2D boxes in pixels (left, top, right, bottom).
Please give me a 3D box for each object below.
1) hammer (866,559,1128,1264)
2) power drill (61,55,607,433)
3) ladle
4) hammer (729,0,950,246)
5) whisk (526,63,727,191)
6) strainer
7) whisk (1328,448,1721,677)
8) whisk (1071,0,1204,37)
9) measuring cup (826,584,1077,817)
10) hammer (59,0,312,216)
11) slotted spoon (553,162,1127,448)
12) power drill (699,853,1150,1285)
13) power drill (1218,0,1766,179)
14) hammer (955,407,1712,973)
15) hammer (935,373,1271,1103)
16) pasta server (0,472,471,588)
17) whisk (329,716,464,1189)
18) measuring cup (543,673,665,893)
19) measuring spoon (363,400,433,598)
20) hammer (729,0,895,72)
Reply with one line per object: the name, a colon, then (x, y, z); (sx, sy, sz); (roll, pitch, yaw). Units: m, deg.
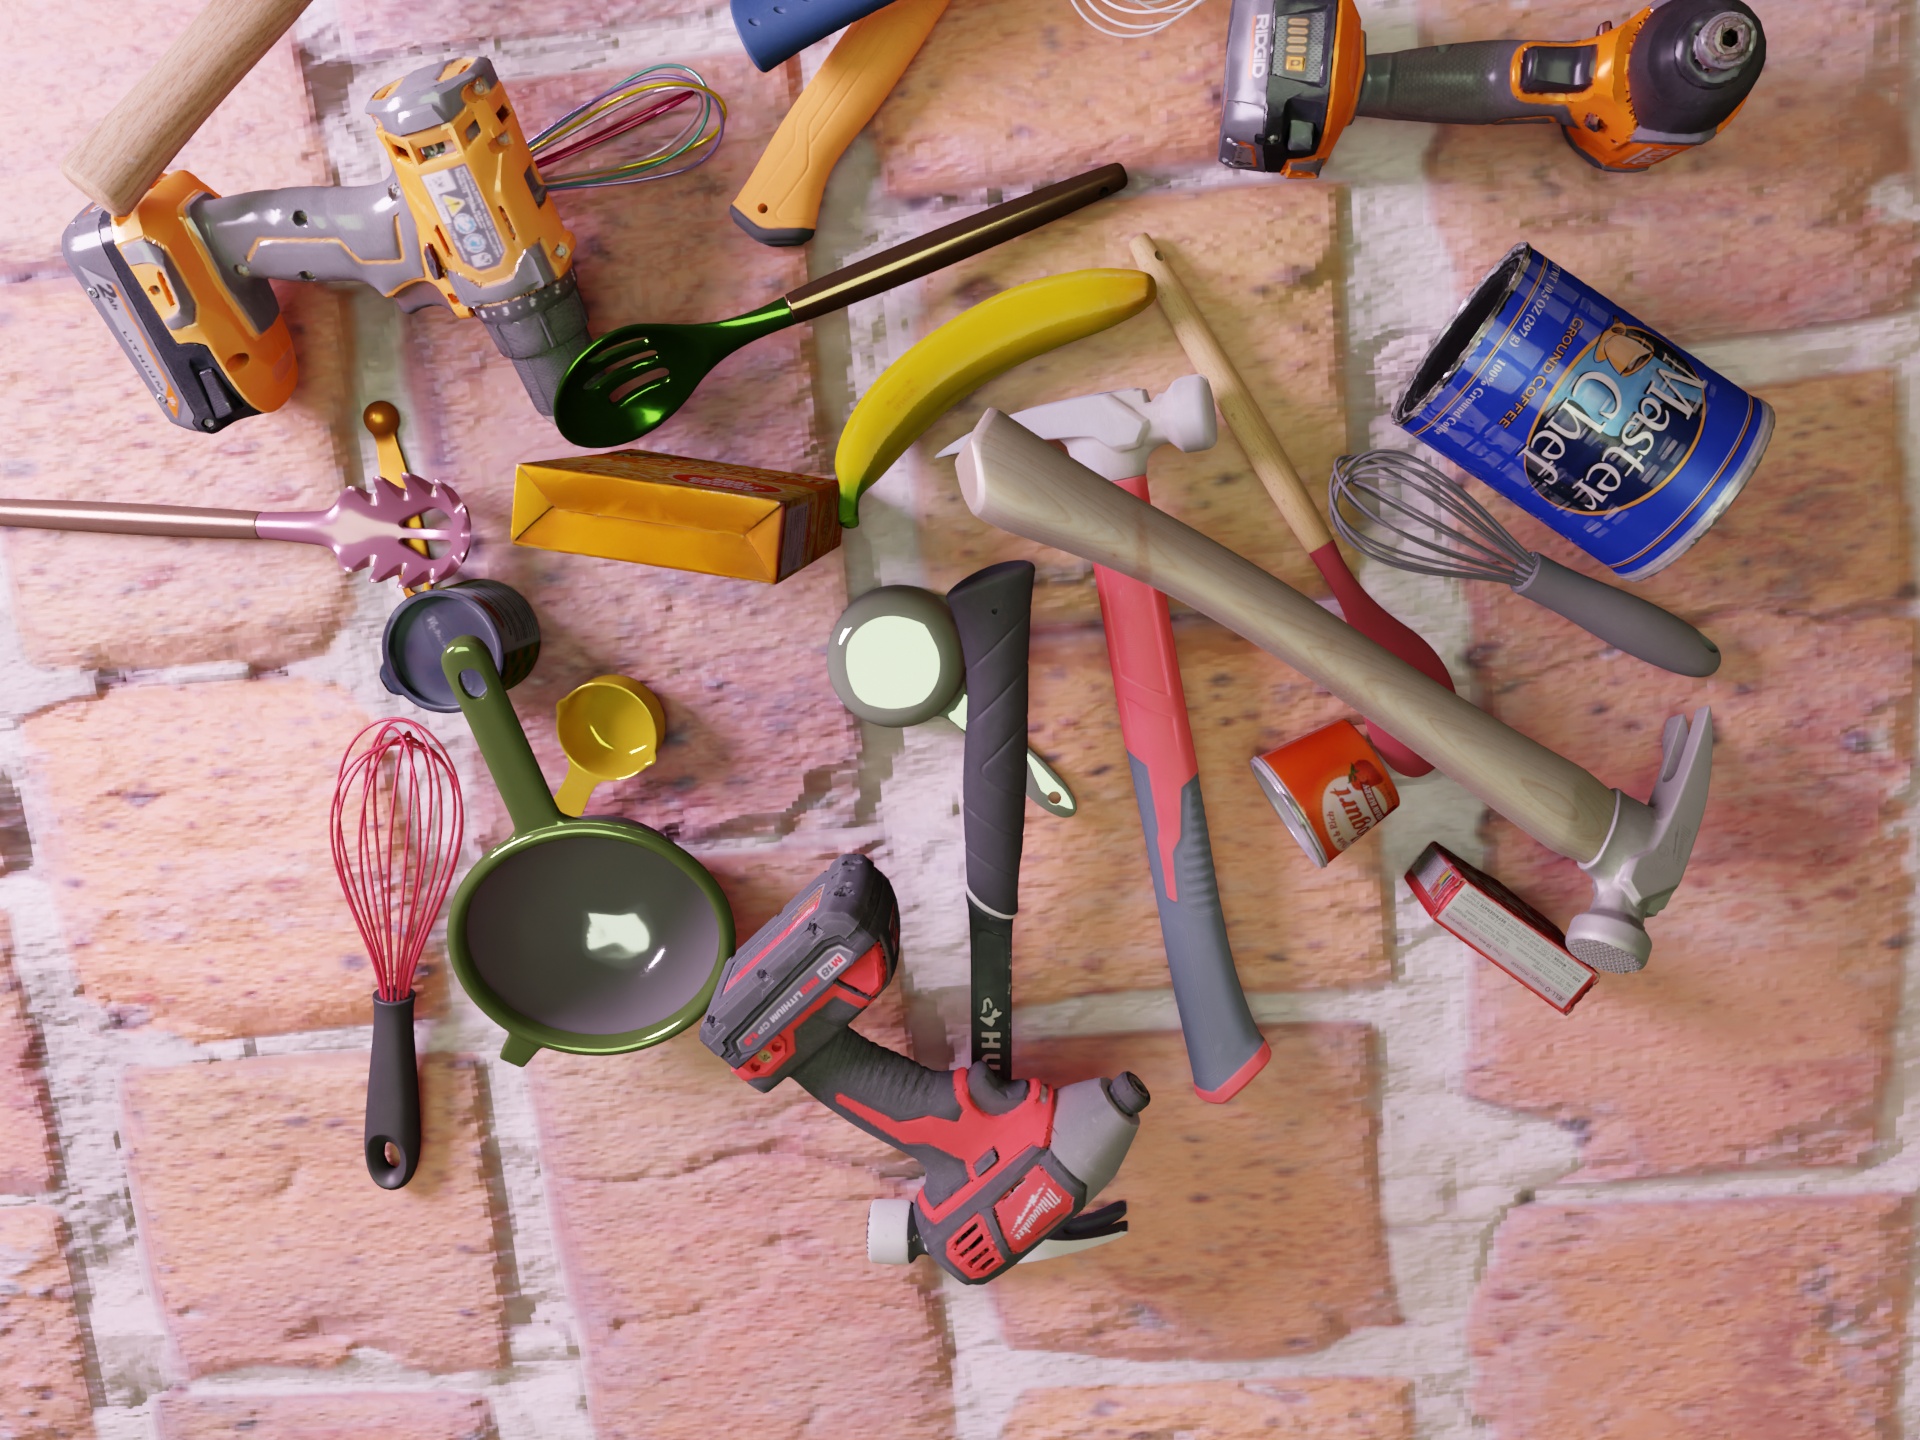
hammer: (0.022, 0.116, 0.856); (0.149, 0.036, 0.408); (1, 107, 3)
power drill: (-0.302, -0.214, 0.808); (0.226, 0.084, 0.185); (-13, 126, 10)
ladle: (0.172, -0.112, 0.816); (0.069, 0.031, 0.315); (-33, 92, -34)
hammer: (-0.013, -0.384, 0.783); (0.127, 0.034, 0.337); (37, 102, -3)
whisk: (-0.236, -0.283, 0.820); (0.245, 0.047, 0.051); (-15, 100, 11)
strainer: (-0.212, 0.060, 0.847); (0.151, 0.069, 0.256); (-16, 116, 3)
whisk: (0.284, -0.072, 0.792); (0.239, 0.055, 0.055); (23, 102, -14)
whisk: (0.179, -0.411, 0.751); (0.284, 0.070, 0.070); (-25, 98, 4)
measuring cup: (-0.001, -0.003, 0.852); (0.167, 0.038, 0.083); (42, 102, -1)
hammer: (-0.308, -0.375, 0.758); (0.130, 0.031, 0.331); (36, 80, 3)
slotted spoon: (-0.062, -0.217, 0.807); (0.314, 0.070, 0.031); (-22, 59, 0)
power drill: (-0.014, 0.181, 0.822); (0.143, 0.079, 0.219); (-43, 102, 14)
power drill: (0.234, -0.291, 0.713); (0.226, 0.164, 0.084); (4, 102, 6)
hammer: (0.185, -0.039, 0.772); (0.410, 0.038, 0.146); (31, 70, -8)
hammer: (0.092, 0.022, 0.845); (0.143, 0.038, 0.386); (-7, 103, 19)
pasta server: (-0.410, -0.108, 0.866); (0.316, 0.040, 0.060); (4, 93, 8)
whisk: (-0.321, 0.139, 0.903); (0.073, 0.073, 0.295); (9, 108, 4)
measuring cup: (-0.214, 0.040, 0.893); (0.062, 0.029, 0.156); (31, 114, -2)
measuring spoon: (-0.309, -0.117, 0.873); (0.021, 0.011, 0.117); (-8, 100, 7)
hammer: (0.083, -0.394, 0.714); (0.405, 0.035, 0.144); (-21, 60, 13)
